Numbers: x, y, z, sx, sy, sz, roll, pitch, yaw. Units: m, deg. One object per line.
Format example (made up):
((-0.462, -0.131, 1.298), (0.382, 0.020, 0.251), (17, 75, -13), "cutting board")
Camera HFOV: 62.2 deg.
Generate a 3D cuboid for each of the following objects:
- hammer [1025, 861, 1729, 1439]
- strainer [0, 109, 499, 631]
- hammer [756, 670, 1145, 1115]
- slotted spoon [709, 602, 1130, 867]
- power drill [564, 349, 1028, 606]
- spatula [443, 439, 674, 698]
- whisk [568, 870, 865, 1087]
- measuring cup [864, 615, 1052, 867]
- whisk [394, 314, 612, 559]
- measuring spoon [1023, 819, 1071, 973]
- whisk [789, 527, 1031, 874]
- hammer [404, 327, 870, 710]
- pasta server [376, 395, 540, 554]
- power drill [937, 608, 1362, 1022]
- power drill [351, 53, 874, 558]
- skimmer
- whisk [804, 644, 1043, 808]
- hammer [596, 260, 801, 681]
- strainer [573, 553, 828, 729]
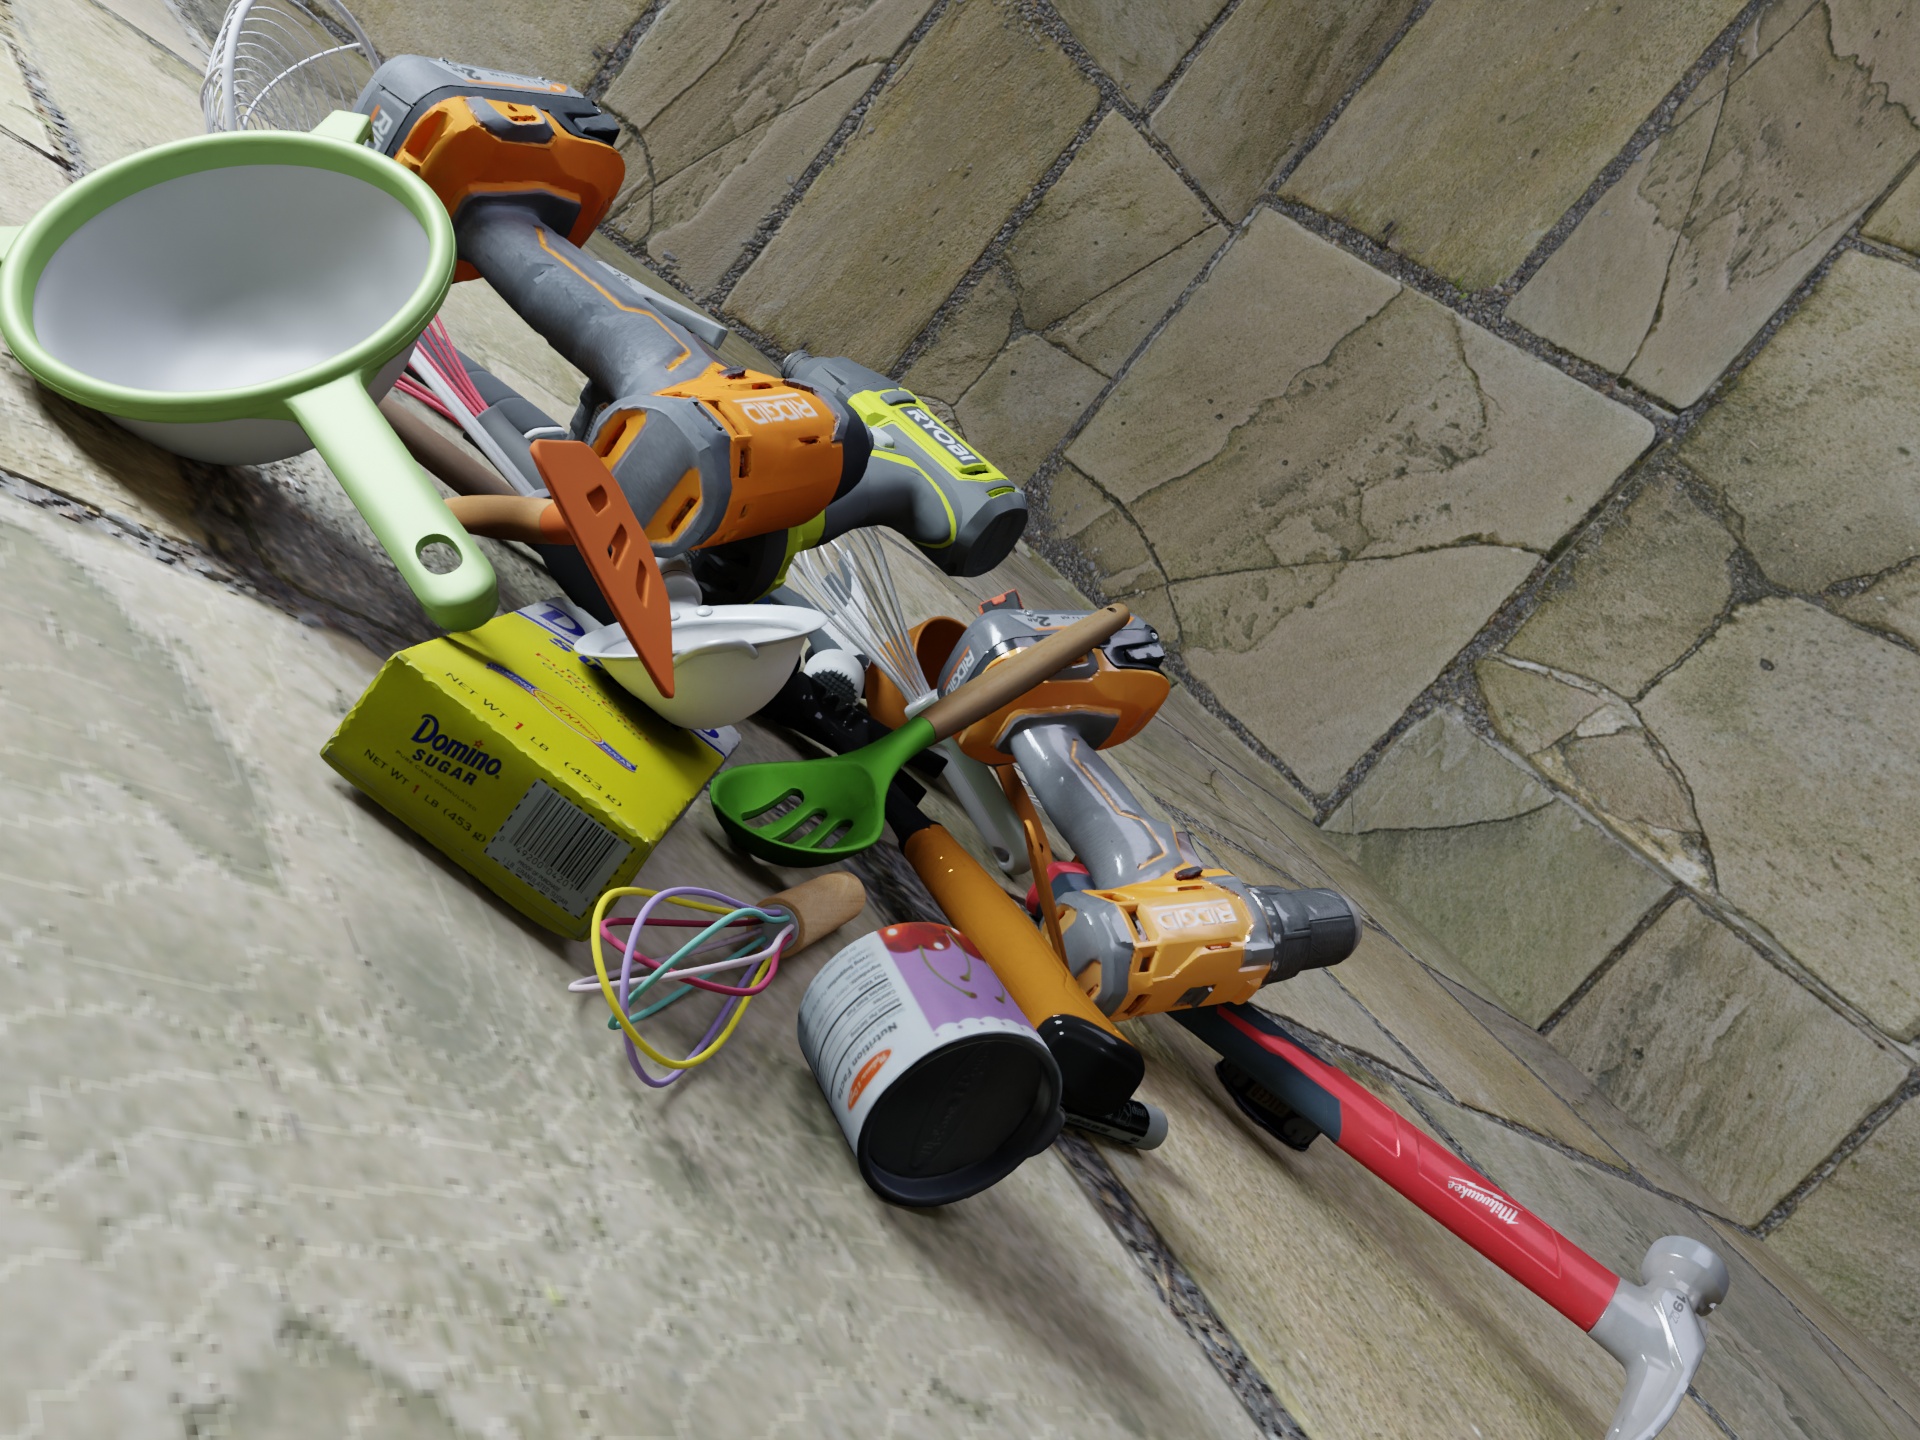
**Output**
((0.180, 0.201, 0.794), (0.386, 0.038, 0.143), (35, 45, 21), "hammer")
((-0.222, -0.105, 0.550), (0.257, 0.151, 0.069), (49, -25, 25), "strainer")
((-0.004, 0.069, 0.720), (0.127, 0.034, 0.337), (33, 8, -32), "hammer")
((-0.001, -0.002, 0.740), (0.070, 0.031, 0.314), (30, 36, 23), "slotted spoon")
((-0.088, -0.133, 0.822), (0.171, 0.080, 0.223), (43, 34, 20), "power drill")
((-0.160, -0.068, 0.577), (0.323, 0.041, 0.081), (15, -46, 60), "spatula")
((-0.067, 0.067, 0.524), (0.047, 0.051, 0.245), (35, 6, 7), "whisk")
((0.000, 0.022, 0.986), (0.173, 0.052, 0.095), (63, 35, -11), "measuring cup")
((-0.258, -0.166, 0.809), (0.296, 0.073, 0.073), (46, 9, -4), "whisk")
((0.047, 0.098, 0.720), (0.021, 0.011, 0.117), (-135, -152, -73), "measuring spoon")
((-0.026, -0.017, 0.904), (0.246, 0.059, 0.058), (59, -35, -5), "whisk")
((-0.218, -0.152, 0.909), (0.408, 0.036, 0.149), (34, 26, -16), "hammer")
((-0.258, -0.125, 0.735), (0.316, 0.040, 0.060), (39, 8, -31), "pasta server")
((0.101, 0.048, 0.841), (0.185, 0.084, 0.226), (-1, 52, -31), "power drill")
((-0.136, -0.168, 0.669), (0.226, 0.084, 0.164), (48, 28, 8), "power drill")
((-0.210, -0.163, 0.715), (0.363, 0.090, 0.127), (51, 16, 1), "skimmer")
((0.002, 0.000, 1.073), (0.284, 0.070, 0.070), (24, 18, -44), "whisk")
((-0.160, -0.157, 0.915), (0.144, 0.035, 0.406), (21, 29, -39), "hammer")
((-0.106, -0.044, 0.609), (0.087, 0.050, 0.259), (-8, 21, -14), "strainer")
